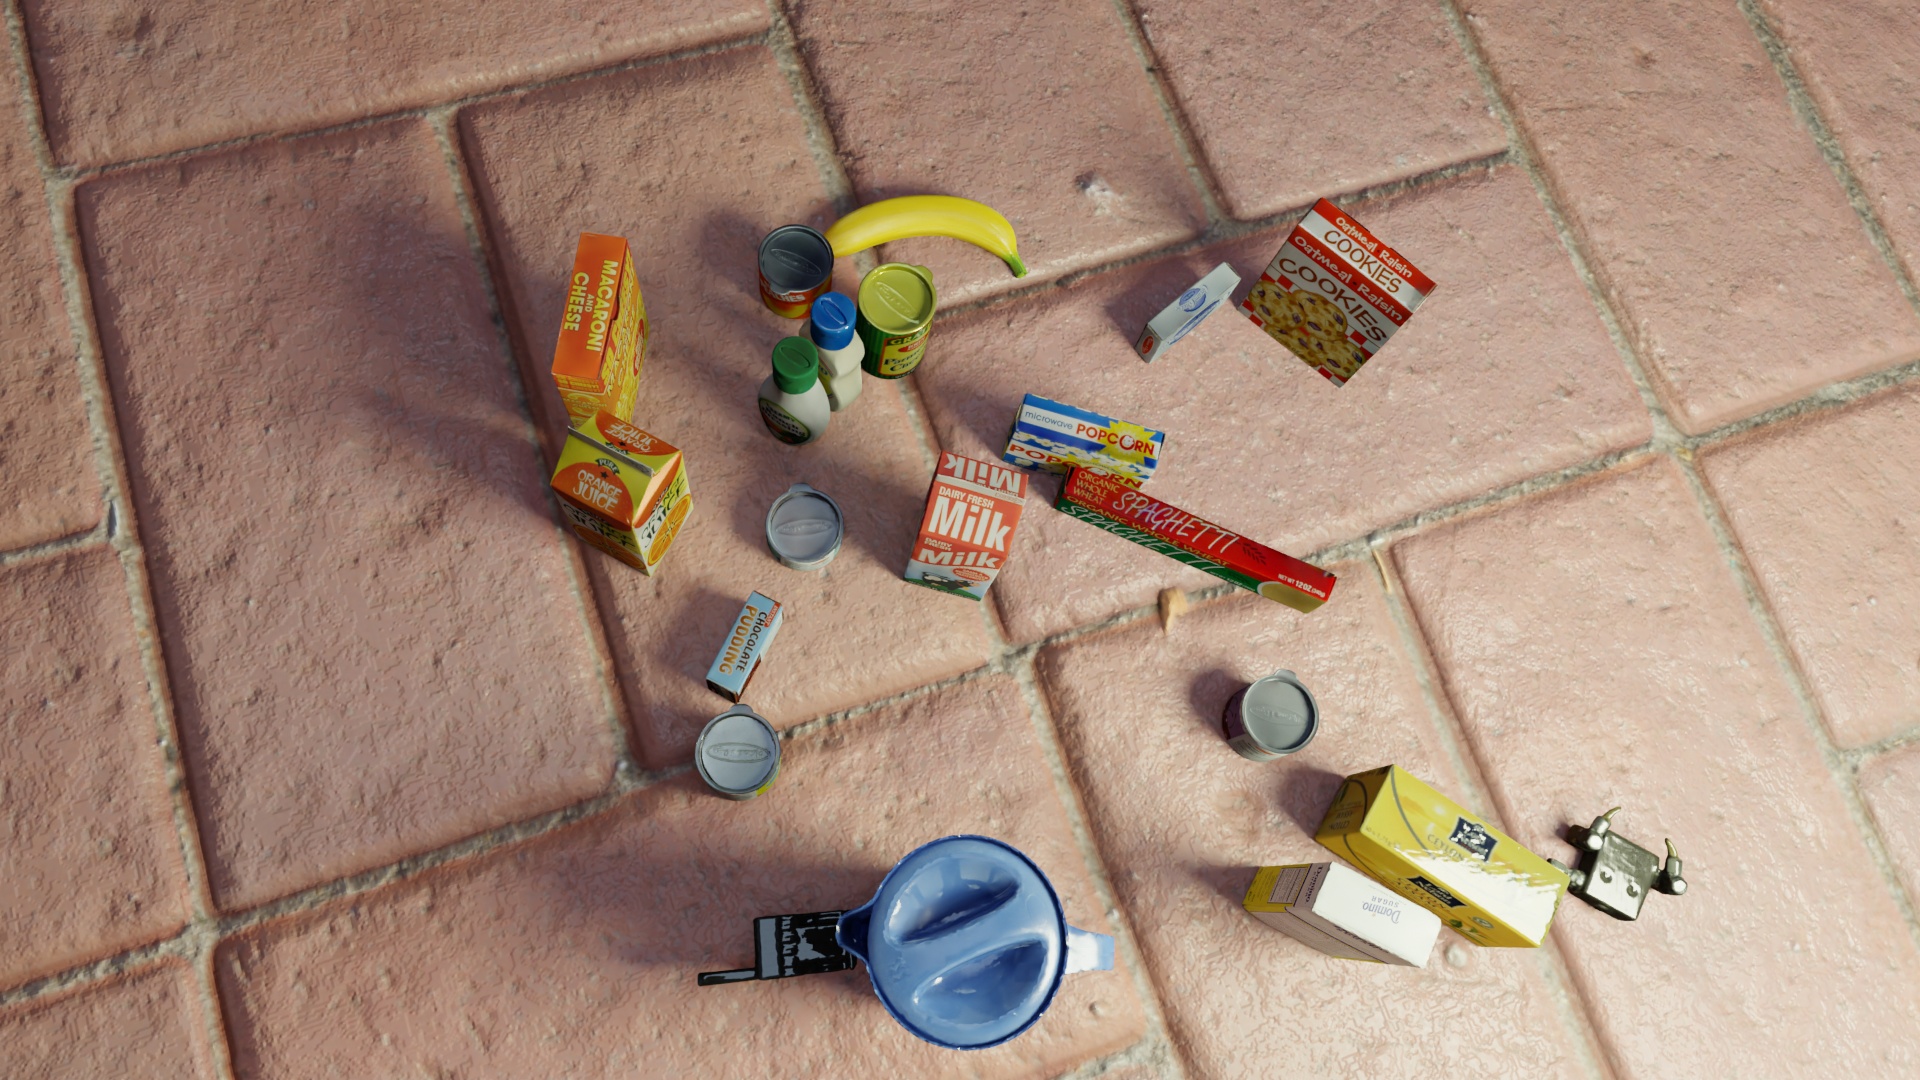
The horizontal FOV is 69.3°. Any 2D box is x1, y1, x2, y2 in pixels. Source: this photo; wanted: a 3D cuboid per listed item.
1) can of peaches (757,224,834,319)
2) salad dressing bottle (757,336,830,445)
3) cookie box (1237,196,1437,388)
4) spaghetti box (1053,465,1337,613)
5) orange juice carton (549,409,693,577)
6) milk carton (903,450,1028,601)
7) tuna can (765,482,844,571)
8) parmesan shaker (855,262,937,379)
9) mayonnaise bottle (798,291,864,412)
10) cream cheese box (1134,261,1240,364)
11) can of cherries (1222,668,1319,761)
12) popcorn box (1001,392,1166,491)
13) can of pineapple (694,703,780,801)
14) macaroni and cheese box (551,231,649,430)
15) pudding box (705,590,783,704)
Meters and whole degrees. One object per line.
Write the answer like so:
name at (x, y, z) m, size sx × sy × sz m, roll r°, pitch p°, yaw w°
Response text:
can of peaches at (-0.148, -0.236, 1.234) m, size 0.071 × 0.058 × 0.071 m, roll 2°, pitch 73°, yaw -7°
salad dressing bottle at (-0.138, -0.124, 1.154) m, size 0.064 × 0.147 × 0.044 m, roll 34°, pitch 73°, yaw 3°
cookie box at (0.329, -0.216, 1.231) m, size 0.123 × 0.167 × 0.040 m, roll 39°, pitch 73°, yaw 5°
spaghetti box at (0.202, 0.000, 1.211) m, size 0.250 × 0.050 × 0.029 m, roll 23°, pitch 72°, yaw 0°
orange juice carton at (-0.264, -0.040, 1.089) m, size 0.072 × 0.192 × 0.073 m, roll 28°, pitch 72°, yaw 2°
milk carton at (0.004, -0.014, 1.117) m, size 0.072 × 0.190 × 0.073 m, roll 15°, pitch 73°, yaw -2°
tuna can at (-0.133, -0.011, 1.181) m, size 0.071 × 0.032 × 0.071 m, roll 2°, pitch 73°, yaw -7°
parmesan shaker at (-0.057, -0.190, 1.208) m, size 0.071 × 0.102 × 0.071 m, roll 2°, pitch 73°, yaw -7°
mayonnaise bottle at (-0.110, -0.161, 1.169) m, size 0.041 × 0.147 × 0.065 m, roll -42°, pitch 83°, yaw -16°
cream cheese box at (0.207, -0.208, 1.273) m, size 0.104 × 0.053 × 0.024 m, roll -39°, pitch 82°, yaw -16°
can of cherries at (0.261, 0.148, 1.169) m, size 0.071 × 0.058 × 0.071 m, roll 2°, pitch 73°, yaw -7°
popcorn box at (0.104, -0.081, 1.205) m, size 0.127 × 0.085 × 0.038 m, roll 16°, pitch 72°, yaw -2°
can of pineapple at (-0.176, 0.171, 1.107) m, size 0.071 × 0.057 × 0.071 m, roll 2°, pitch 73°, yaw -7°
macaroni and cheese box at (-0.290, -0.157, 1.135) m, size 0.040 × 0.166 × 0.124 m, roll 8°, pitch 73°, yaw -5°
pudding box at (-0.176, 0.088, 1.137) m, size 0.030 × 0.049 × 0.084 m, roll 26°, pitch 72°, yaw 1°
